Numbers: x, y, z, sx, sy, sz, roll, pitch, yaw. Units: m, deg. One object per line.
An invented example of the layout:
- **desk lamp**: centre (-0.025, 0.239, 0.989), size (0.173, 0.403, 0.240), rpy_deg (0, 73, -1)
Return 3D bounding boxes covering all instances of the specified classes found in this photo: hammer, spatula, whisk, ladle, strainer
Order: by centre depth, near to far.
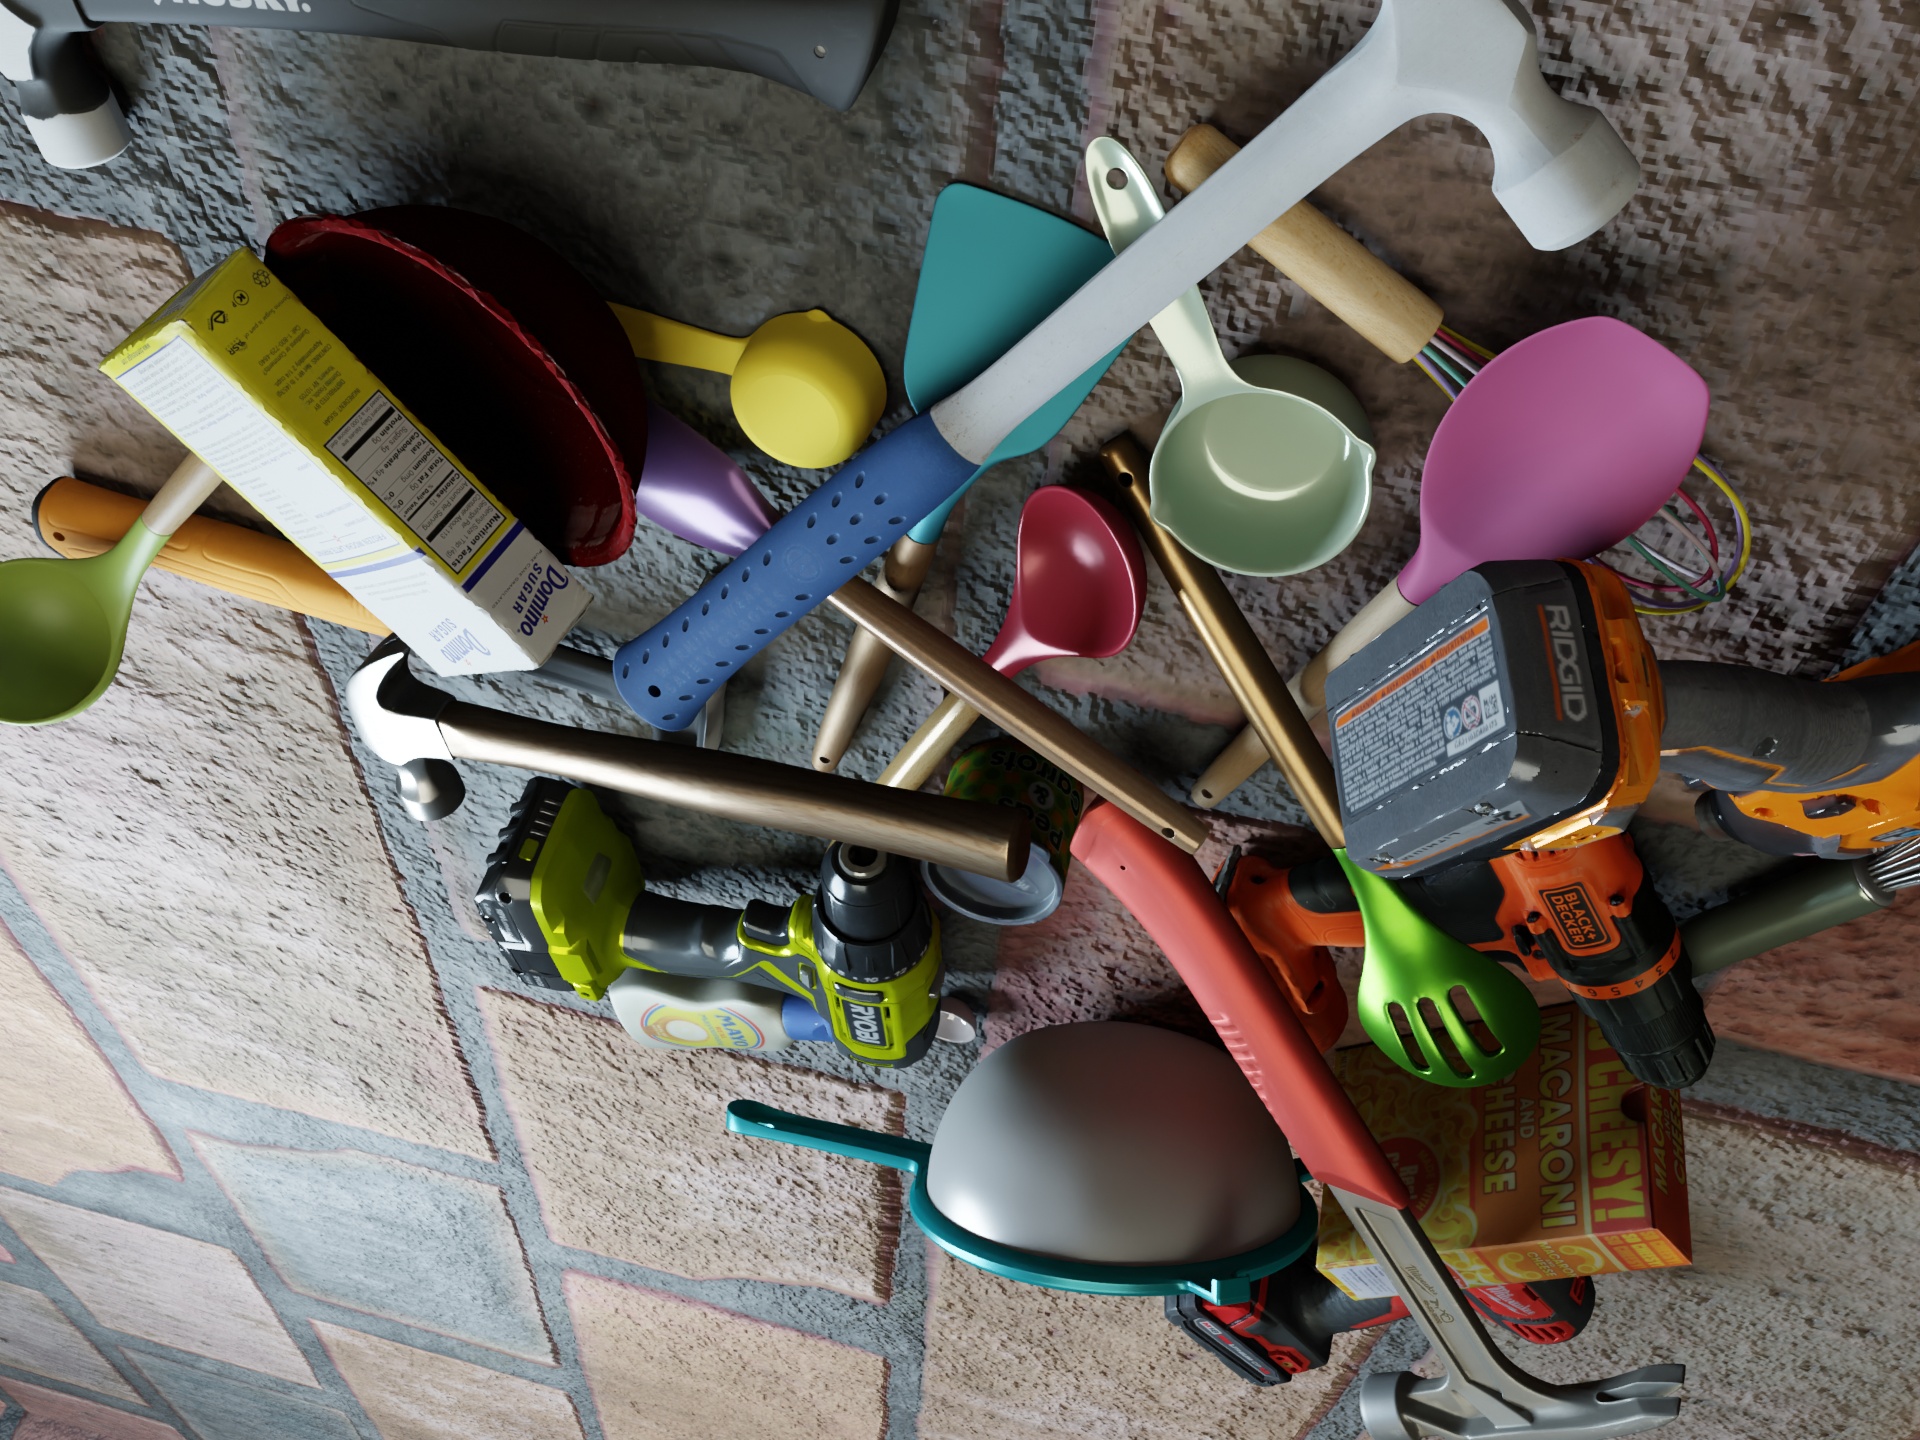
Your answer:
- **hammer**: centre (-0.181, -0.239, 0.510), size (0.335, 0.035, 0.146), rpy_deg (9, 139, 11)
- **whisk**: centre (0.164, -0.109, 0.520), size (0.245, 0.051, 0.047), rpy_deg (34, 143, -12)
- **hammer**: centre (0.003, -0.107, 0.535), size (0.144, 0.035, 0.405), rpy_deg (44, 129, -16)
- **whisk**: centre (0.369, 0.058, 0.629), size (0.058, 0.059, 0.246), rpy_deg (60, 140, 9)
- **spatula**: centre (-0.034, -0.042, 0.637), size (0.316, 0.018, 0.059), rpy_deg (35, 139, 3)
- **spatula**: centre (-0.018, -0.069, 0.647), size (0.082, 0.044, 0.317), rpy_deg (22, 144, -5)
- **ladle**: centre (-0.337, -0.096, 0.674), size (0.320, 0.062, 0.078), rpy_deg (-34, 92, 29)
- **hammer**: centre (0.165, 0.174, 0.698), size (0.149, 0.037, 0.359), rpy_deg (-26, 101, 37)
- **ladle**: centre (-0.001, -0.002, 0.700), size (0.069, 0.031, 0.315), rpy_deg (57, 143, 12)
- **hammer**: centre (-0.129, 0.022, 0.711), size (0.331, 0.031, 0.129), rpy_deg (10, 139, 17)
- **hammer**: centre (-0.271, -0.058, 0.741), size (0.337, 0.034, 0.127), rpy_deg (16, 140, 3)
- **strainer**: centre (0.022, 0.206, 0.853), size (0.340, 0.211, 0.095), rpy_deg (4, 96, 25)

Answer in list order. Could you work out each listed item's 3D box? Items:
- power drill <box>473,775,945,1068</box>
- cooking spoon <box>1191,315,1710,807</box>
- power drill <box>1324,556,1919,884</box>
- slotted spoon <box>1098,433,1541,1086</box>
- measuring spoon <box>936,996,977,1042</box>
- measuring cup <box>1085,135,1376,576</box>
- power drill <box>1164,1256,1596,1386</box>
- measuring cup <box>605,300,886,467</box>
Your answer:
- **power drill**: centre (-0.120, 0.098, 0.811), size (0.228, 0.080, 0.190), rpy_deg (11, 147, 9)
- **cooking spoon**: centre (0.153, -0.036, 0.581), size (0.069, 0.017, 0.318), rpy_deg (36, 149, 2)
- **power drill**: centre (0.246, 0.010, 0.545), size (0.226, 0.084, 0.164), rpy_deg (2, 160, -15)
- **slotted spoon**: centre (0.137, 0.026, 0.622), size (0.070, 0.031, 0.313), rpy_deg (-25, 105, 31)
- **measuring spoon**: centre (-0.042, 0.171, 0.927), size (0.124, 0.018, 0.034), rpy_deg (-7, 135, 36)
- **measuring cup**: centre (0.086, -0.126, 0.538), size (0.083, 0.038, 0.167), rpy_deg (-14, 122, 31)
- **power drill**: centre (0.229, 0.310, 0.931), size (0.226, 0.080, 0.187), rpy_deg (-25, 123, 35)
- **measuring cup**: centre (-0.106, -0.134, 0.600), size (0.156, 0.029, 0.062), rpy_deg (15, 139, 5)
